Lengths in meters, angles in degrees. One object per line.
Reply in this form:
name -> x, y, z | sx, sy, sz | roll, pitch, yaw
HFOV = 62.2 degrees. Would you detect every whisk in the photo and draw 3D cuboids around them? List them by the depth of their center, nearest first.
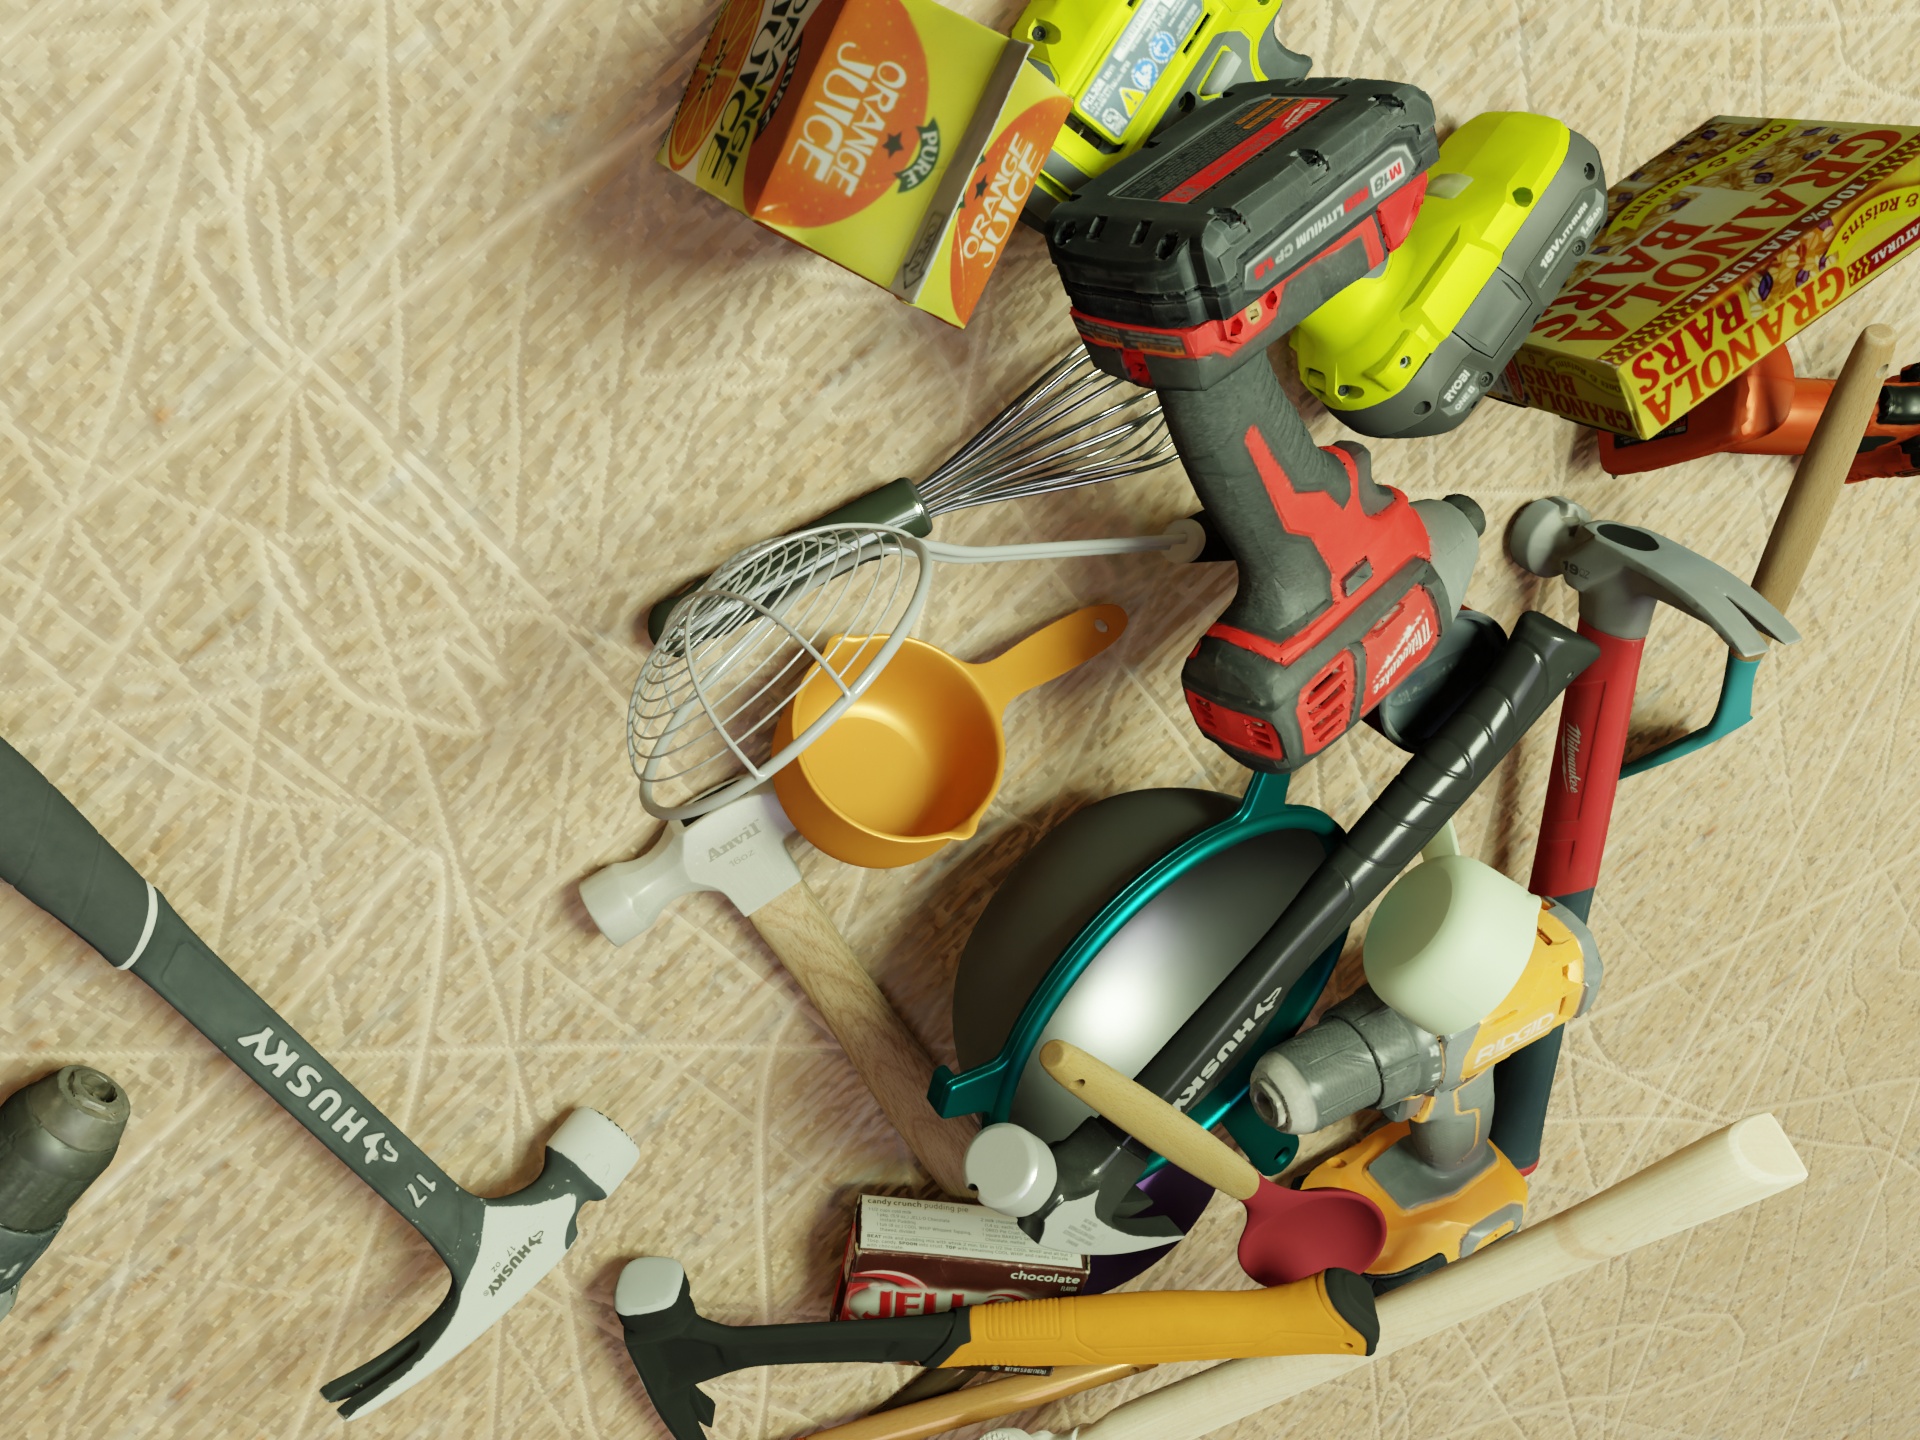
whisk -> -0.010, -0.087, 0.620 | 0.246, 0.058, 0.059 | -27, 87, -4

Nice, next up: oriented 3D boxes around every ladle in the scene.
ladle -> 0.104, 0.182, 0.643 | 0.069, 0.031, 0.315 | -32, 140, 12

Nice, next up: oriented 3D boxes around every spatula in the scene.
spatula -> 0.351, -0.055, 0.714 | 0.082, 0.044, 0.317 | -23, 144, -10
spatula -> -0.052, 0.370, 0.802 | 0.322, 0.041, 0.081 | -13, 117, -7
spatula -> 0.009, 0.335, 0.839 | 0.316, 0.018, 0.059 | -38, 118, -4

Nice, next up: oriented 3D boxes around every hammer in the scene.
hammer -> -0.286, 0.091, 0.570 | 0.149, 0.036, 0.408 | -50, 122, -27
hammer -> 0.146, 0.086, 0.657 | 0.335, 0.035, 0.146 | -48, 142, -3
hammer -> 0.019, 0.286, 0.726 | 0.337, 0.034, 0.127 | -6, 125, 7
hammer -> -0.031, 0.154, 0.730 | 0.130, 0.031, 0.331 | -33, 122, -5
hammer -> 0.204, 0.293, 0.768 | 0.410, 0.038, 0.146 | -33, 147, 20
hammer -> 0.310, 0.091, 0.793 | 0.038, 0.143, 0.386 | -14, 122, -19

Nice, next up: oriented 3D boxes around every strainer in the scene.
strainer -> 0.092, 0.136, 0.751 | 0.211, 0.095, 0.340 | -45, 143, -7

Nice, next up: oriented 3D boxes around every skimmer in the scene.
skimmer -> 0.044, -0.036, 0.612 | 0.363, 0.127, 0.090 | -9, 92, -35

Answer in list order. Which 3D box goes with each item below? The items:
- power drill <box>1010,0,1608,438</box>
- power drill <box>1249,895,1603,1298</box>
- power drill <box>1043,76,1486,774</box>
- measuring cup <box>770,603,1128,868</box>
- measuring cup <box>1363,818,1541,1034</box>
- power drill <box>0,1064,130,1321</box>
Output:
power drill -> 0.132, -0.229, 0.595 | 0.228, 0.080, 0.190 | 29, 101, -28
power drill -> 0.219, 0.205, 0.798 | 0.185, 0.084, 0.226 | -20, 133, -22
power drill -> 0.123, -0.100, 0.559 | 0.143, 0.079, 0.219 | -39, 127, -20
measuring cup -> -0.001, -0.002, 0.656 | 0.173, 0.052, 0.095 | -29, 81, -33
measuring cup -> 0.212, 0.069, 0.727 | 0.038, 0.168, 0.083 | 32, 121, -15
power drill -> -0.428, 0.159, 0.541 | 0.188, 0.080, 0.226 | -46, 125, 3
